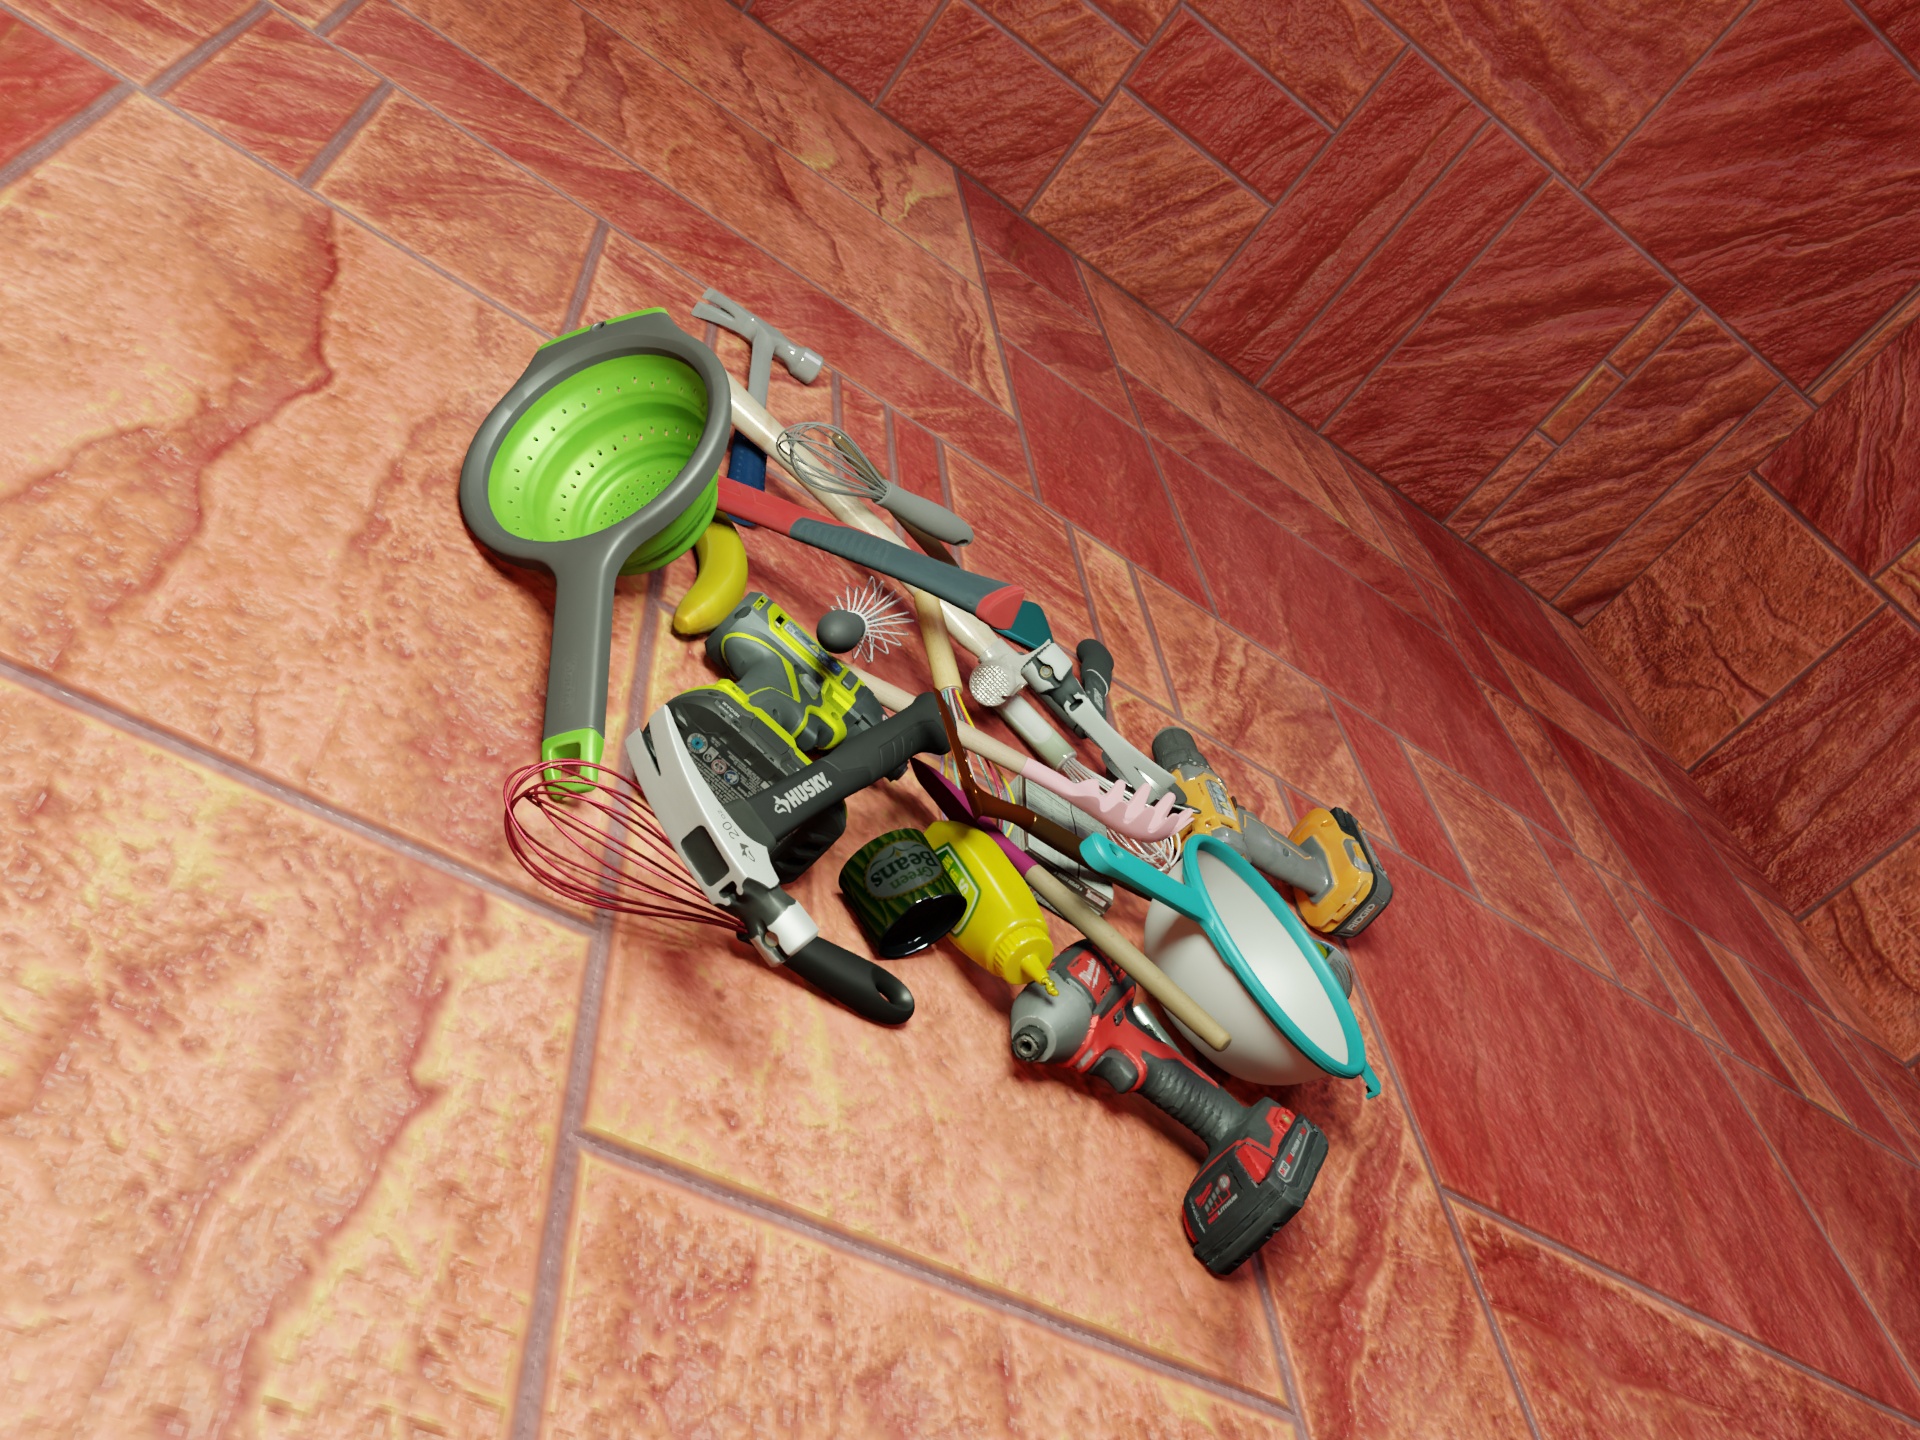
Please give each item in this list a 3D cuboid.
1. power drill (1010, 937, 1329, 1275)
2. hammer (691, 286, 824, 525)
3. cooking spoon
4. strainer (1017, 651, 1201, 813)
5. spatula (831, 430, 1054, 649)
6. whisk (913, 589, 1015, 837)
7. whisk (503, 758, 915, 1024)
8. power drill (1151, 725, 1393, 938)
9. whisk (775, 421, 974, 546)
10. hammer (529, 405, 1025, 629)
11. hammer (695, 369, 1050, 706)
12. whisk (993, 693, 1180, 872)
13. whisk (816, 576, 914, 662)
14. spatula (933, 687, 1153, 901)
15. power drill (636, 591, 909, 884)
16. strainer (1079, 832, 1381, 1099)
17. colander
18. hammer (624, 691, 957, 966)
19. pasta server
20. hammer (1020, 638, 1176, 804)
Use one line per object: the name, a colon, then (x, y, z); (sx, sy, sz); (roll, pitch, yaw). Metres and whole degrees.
power drill: (0.127, 0.245, 1.047); (0.220, 0.078, 0.143); (43, 24, 11)
hammer: (-0.199, -0.297, 1.503); (0.144, 0.035, 0.406); (31, 27, -22)
cooking spoon: (0.067, 0.120, 1.095); (0.319, 0.017, 0.068); (40, -19, 34)
strainer: (0.117, 0.015, 1.436); (0.086, 0.050, 0.259); (4, 37, -53)
spatula: (-0.014, -0.165, 1.483); (0.317, 0.044, 0.082); (46, 21, -39)
whisk: (0.000, -0.005, 1.246); (0.051, 0.047, 0.245); (12, 50, -36)
whisk: (-0.138, 0.109, 0.918); (0.295, 0.073, 0.073); (35, 25, -29)
power drill: (0.279, 0.099, 1.490); (0.226, 0.084, 0.186); (22, 30, -25)
whisk: (-0.065, -0.197, 1.358); (0.238, 0.055, 0.055); (23, 30, -47)
hammer: (-0.132, -0.162, 1.243); (0.386, 0.038, 0.143); (21, 26, 2)
hammer: (-0.086, -0.176, 1.389); (0.410, 0.038, 0.146); (44, 23, 4)
whisk: (0.096, 0.041, 1.365); (0.246, 0.058, 0.059); (46, -10, 20)
whisk: (-0.078, -0.073, 1.186); (0.070, 0.070, 0.284); (40, 6, -2)
spatula: (0.068, 0.075, 1.133); (0.322, 0.041, 0.081); (32, 32, -47)
power drill: (-0.117, 0.012, 1.077); (0.171, 0.080, 0.223); (42, 22, -8)
strainer: (0.164, 0.171, 1.154); (0.340, 0.095, 0.211); (32, 27, -42)
colander: (-0.231, -0.103, 1.068); (0.094, 0.204, 0.398); (59, 21, -53)
hammer: (-0.078, 0.029, 0.966); (0.146, 0.035, 0.335); (52, 24, 2)
pasta server: (0.026, 0.015, 1.189); (0.316, 0.040, 0.060); (27, 15, -3)
hammer: (0.123, -0.026, 1.406); (0.149, 0.036, 0.409); (48, 10, -3)
